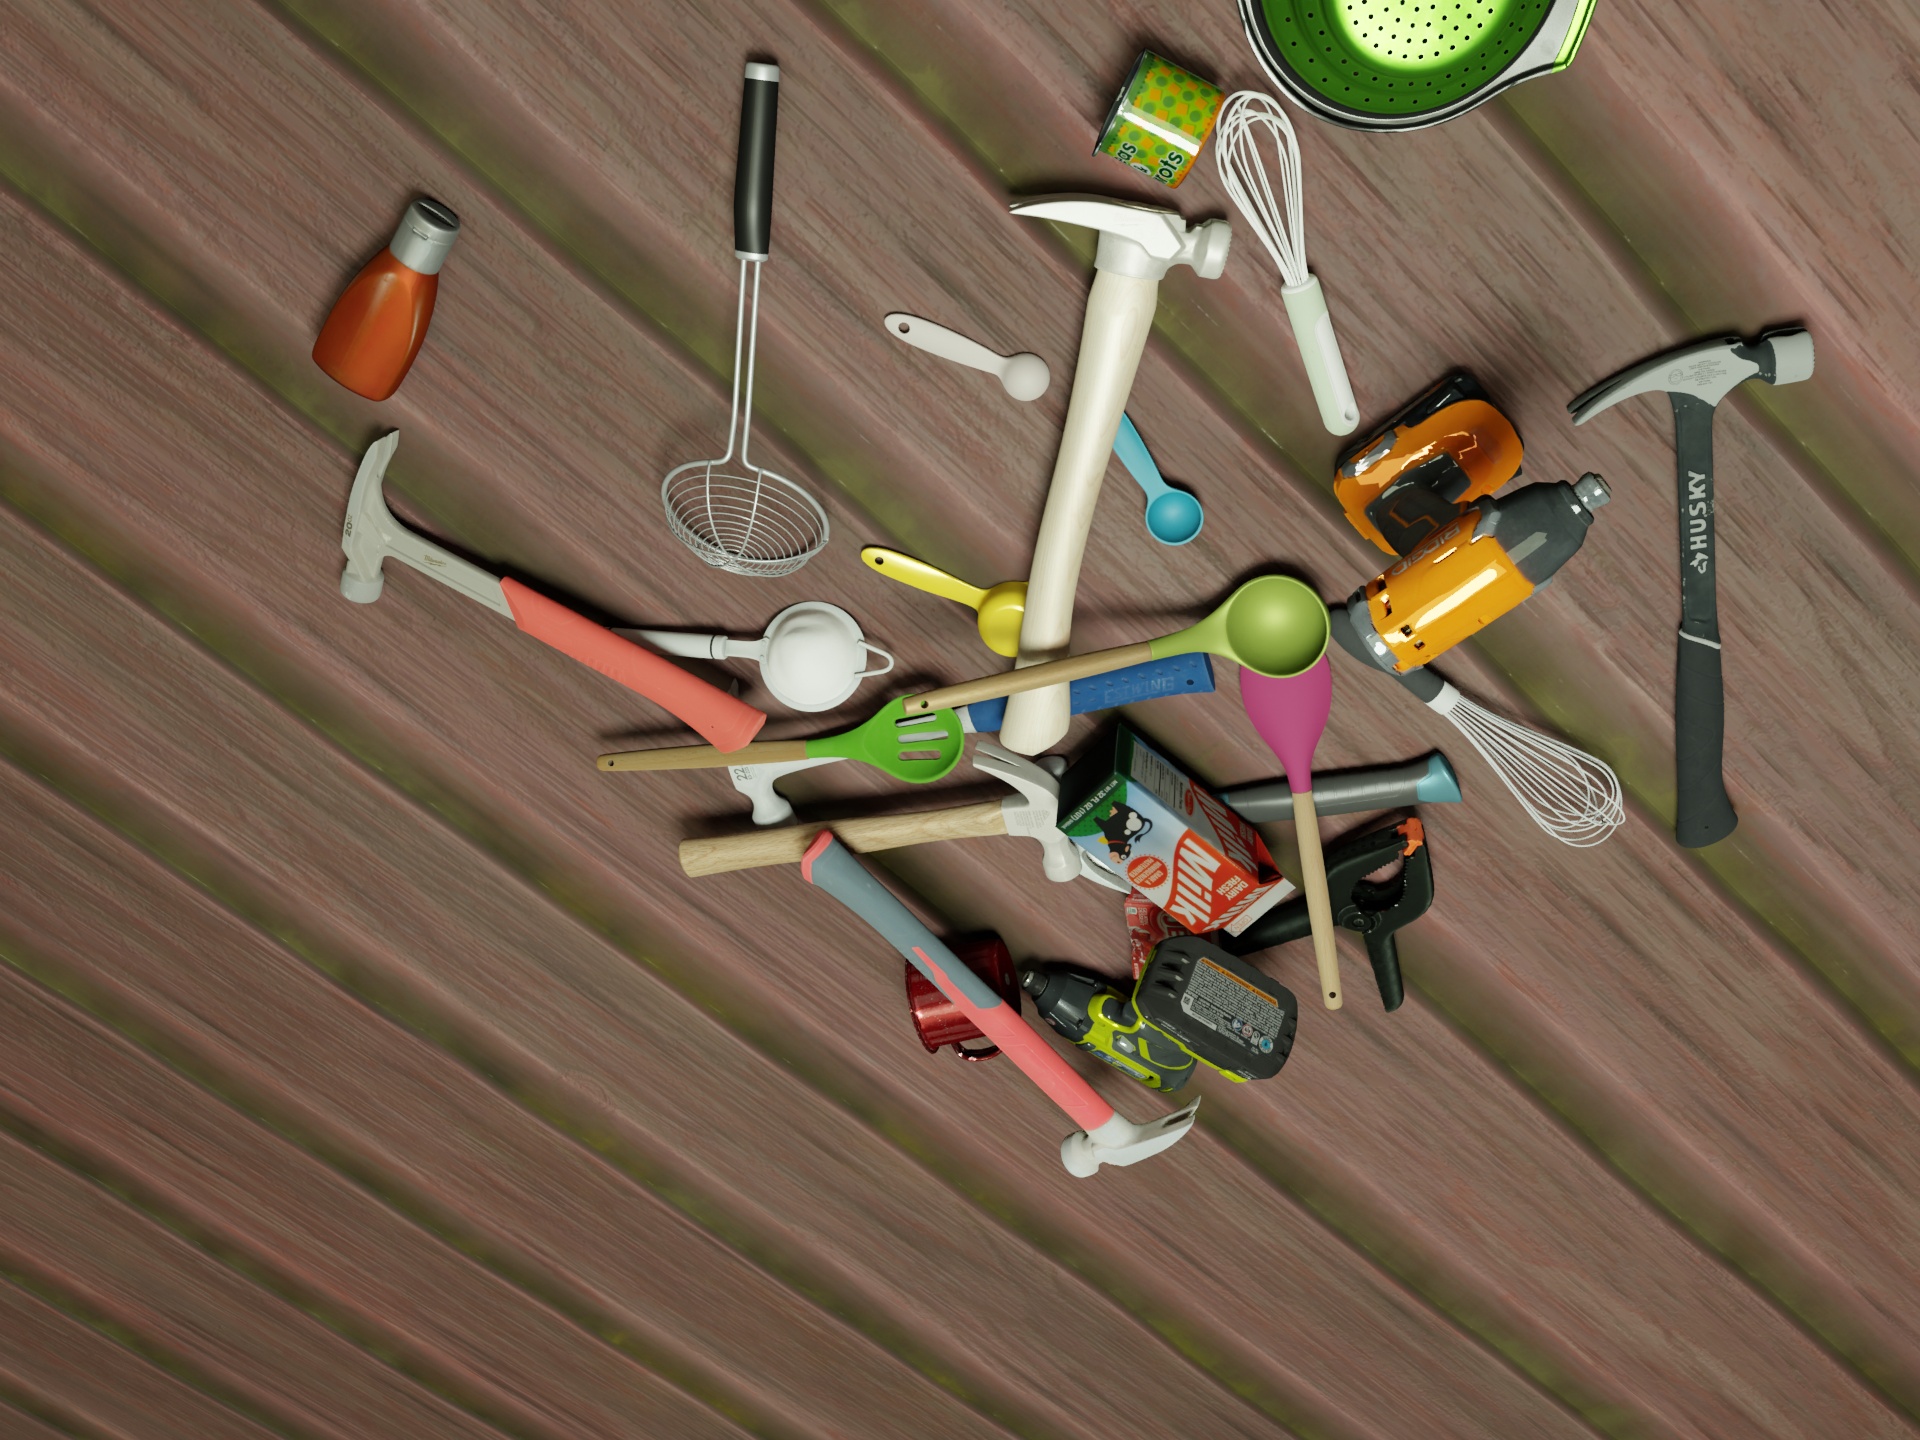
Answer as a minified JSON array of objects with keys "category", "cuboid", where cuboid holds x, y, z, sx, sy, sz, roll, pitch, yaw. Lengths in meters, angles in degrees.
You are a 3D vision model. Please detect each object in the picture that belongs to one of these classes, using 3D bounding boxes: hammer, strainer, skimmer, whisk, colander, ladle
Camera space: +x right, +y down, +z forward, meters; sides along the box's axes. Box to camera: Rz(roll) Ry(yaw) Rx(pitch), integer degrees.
[{"category":"hammer","cuboid":[0.231,0.068,1.280,0.331,0.033,0.128,-8,120,13]},{"category":"hammer","cuboid":[0.526,-0.075,1.144,0.149,0.036,0.408,-8,121,15]},{"category":"hammer","cuboid":[-0.074,0.091,1.300,0.331,0.031,0.130,-8,123,13]},{"category":"strainer","cuboid":[-0.183,-0.056,1.253,0.258,0.050,0.087,5,87,14]},{"category":"skimmer","cuboid":[-0.145,-0.270,1.125,0.127,0.090,0.363,9,113,6]},{"category":"hammer","cuboid":[0.024,0.224,1.298,0.386,0.038,0.143,45,129,-12]},{"category":"hammer","cuboid":[-0.313,-0.082,1.237,0.359,0.037,0.149,28,123,1]},{"category":"whisk","cuboid":[0.221,-0.294,1.045,0.059,0.058,0.246,13,139,47]},{"category":"hammer","cuboid":[0.071,-0.160,1.130,0.146,0.038,0.410,10,118,-2]},{"category":"hammer","cuboid":[-0.002,-0.004,1.268,0.405,0.035,0.144,-13,120,16]},{"category":"colander","cuboid":[0.182,-0.449,0.921,0.397,0.095,0.204,9,123,3]},{"category":"ladle","cuboid":[0.115,-0.043,1.150,0.320,0.062,0.078,-13,103,-11]},{"category":"whisk","cuboid":[0.390,0.000,1.204,0.284,0.070,0.070,35,121,-8]}]

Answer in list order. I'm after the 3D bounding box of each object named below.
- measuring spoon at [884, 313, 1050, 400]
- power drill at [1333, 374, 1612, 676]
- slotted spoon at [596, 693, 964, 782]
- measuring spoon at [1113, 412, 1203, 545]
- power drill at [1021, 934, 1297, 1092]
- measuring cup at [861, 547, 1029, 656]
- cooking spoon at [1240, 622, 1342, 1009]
[{"category":"measuring spoon","cuboid":[0.004,-0.256,1.116,0.124,0.018,0.034,21,123,-5]},{"category":"power drill","cuboid":[0.323,-0.137,1.019,0.164,0.227,0.084,-36,111,26]},{"category":"slotted spoon","cuboid":[-0.145,0.022,1.267,0.314,0.031,0.070,-4,94,14]},{"category":"measuring spoon","cuboid":[0.133,-0.185,1.148,0.042,0.021,0.128,-29,105,23]},{"category":"power drill","cuboid":[0.161,0.247,1.330,0.171,0.080,0.223,32,155,-13]},{"category":"measuring cup","cuboid":[-0.005,-0.094,1.214,0.156,0.029,0.062,22,123,-7]},{"category":"cooking spoon","cuboid":[0.271,0.079,1.243,0.069,0.017,0.318,-9,104,11]}]
